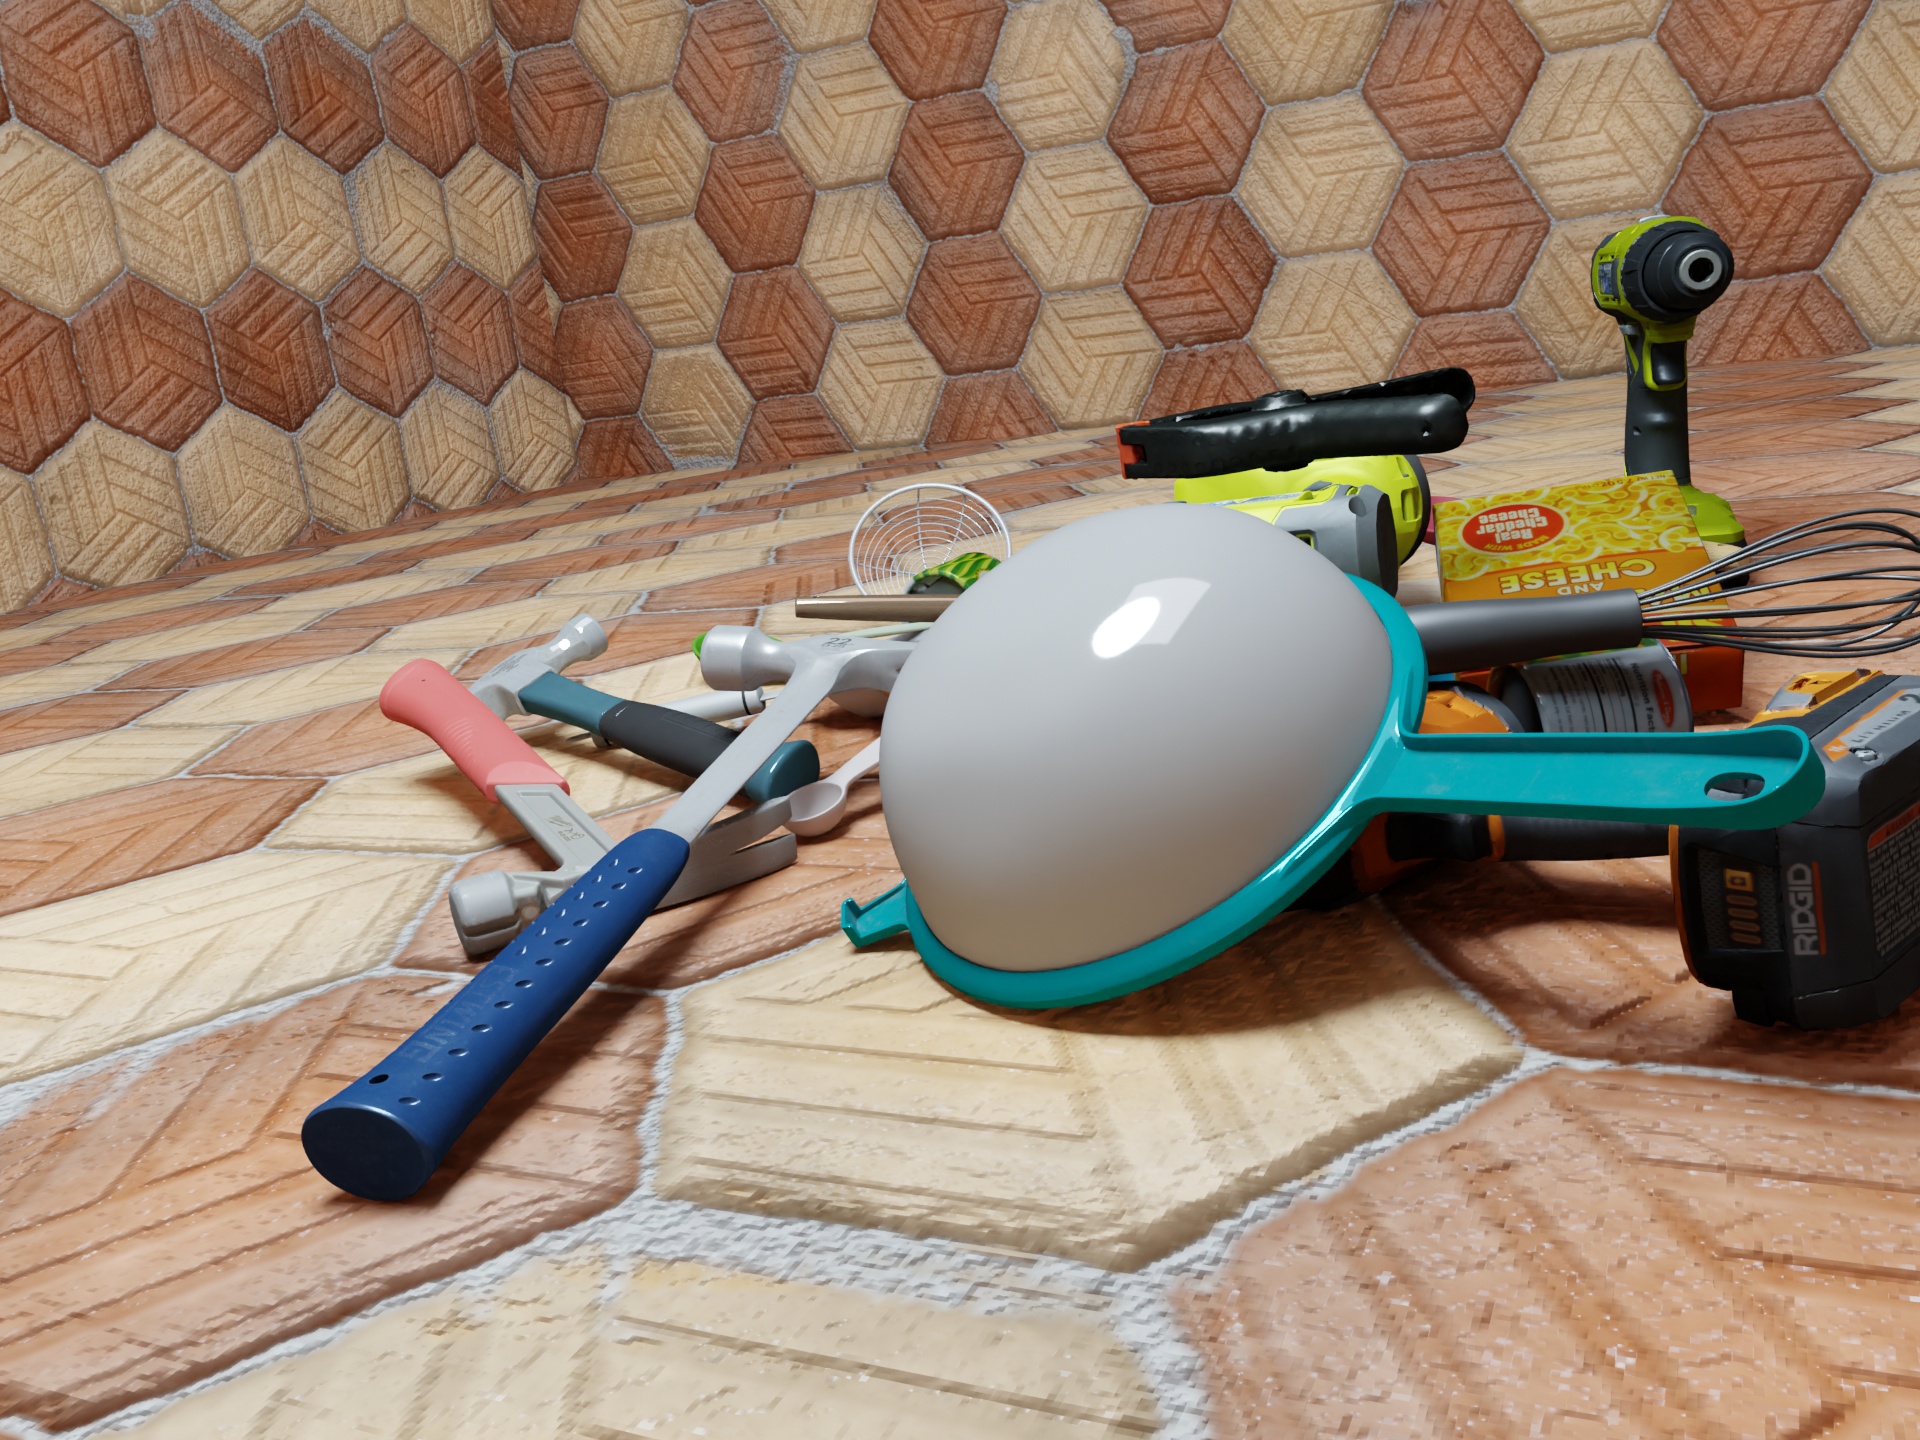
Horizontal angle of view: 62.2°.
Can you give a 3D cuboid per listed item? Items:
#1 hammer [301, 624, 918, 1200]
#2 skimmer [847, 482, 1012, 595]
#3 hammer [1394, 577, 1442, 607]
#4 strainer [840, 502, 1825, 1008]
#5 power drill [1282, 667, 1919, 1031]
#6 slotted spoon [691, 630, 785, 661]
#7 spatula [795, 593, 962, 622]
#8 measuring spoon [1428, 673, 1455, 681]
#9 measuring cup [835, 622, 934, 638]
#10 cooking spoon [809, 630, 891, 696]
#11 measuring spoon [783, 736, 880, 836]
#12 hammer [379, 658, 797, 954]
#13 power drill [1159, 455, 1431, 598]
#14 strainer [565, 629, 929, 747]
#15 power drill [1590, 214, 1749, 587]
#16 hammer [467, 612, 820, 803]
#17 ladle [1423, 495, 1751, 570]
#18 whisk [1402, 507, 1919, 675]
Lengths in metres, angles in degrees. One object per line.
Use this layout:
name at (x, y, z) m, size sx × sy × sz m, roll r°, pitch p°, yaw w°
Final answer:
hammer at (-0.109, 0.045, 0.630) m, size 0.144 × 0.035 × 0.406 m, roll 3°, pitch 24°, yaw 16°
skimmer at (0.050, -0.107, 1.139) m, size 0.127 × 0.090 × 0.363 m, roll -48°, pitch 32°, yaw -17°
hammer at (0.199, -0.063, 0.919) m, size 0.410 × 0.038 × 0.146 m, roll -6°, pitch 12°, yaw -14°
strainer at (0.084, -0.010, 0.505) m, size 0.340 × 0.095 × 0.211 m, roll 0°, pitch 45°, yaw 53°
power drill at (0.191, 0.035, 0.521) m, size 0.164 × 0.084 × 0.226 m, roll -19°, pitch 13°, yaw -36°
slotted spoon at (-0.069, -0.032, 1.037) m, size 0.070 × 0.031 × 0.314 m, roll -17°, pitch 18°, yaw -42°
spatula at (0.057, -0.069, 0.980) m, size 0.316 × 0.018 × 0.060 m, roll 0°, pitch 15°, yaw -6°
measuring spoon at (0.287, -0.009, 0.780) m, size 0.129 × 0.021 × 0.042 m, roll 17°, pitch 44°, yaw 40°
measuring cup at (-0.007, -0.046, 1.038) m, size 0.167 × 0.038 × 0.083 m, roll -4°, pitch 15°, yaw 24°
cooking spoon at (-0.001, -0.003, 0.820) m, size 0.069 × 0.017 × 0.319 m, roll -26°, pitch 29°, yaw -24°
measuring spoon at (-0.039, 0.023, 0.772) m, size 0.034 × 0.018 × 0.124 m, roll 8°, pitch 35°, yaw 44°
hammer at (-0.222, 0.023, 0.811) m, size 0.149 × 0.036 × 0.359 m, roll -16°, pitch 22°, yaw -27°
power drill at (0.143, -0.092, 0.799) m, size 0.171 × 0.080 × 0.223 m, roll -3°, pitch 13°, yaw 26°
strainer at (-0.117, -0.013, 0.963) m, size 0.258 × 0.050 × 0.087 m, roll -12°, pitch 16°, yaw 7°
power drill at (0.443, -0.198, 0.995) m, size 0.080 × 0.228 × 0.190 m, roll -5°, pitch 14°, yaw 13°
hammer at (-0.186, 0.001, 0.904) m, size 0.128 × 0.033 × 0.331 m, roll -38°, pitch 32°, yaw -28°
ladle at (0.358, -0.111, 0.955) m, size 0.069 × 0.031 × 0.315 m, roll -10°, pitch 13°, yaw -13°
whisk at (0.254, -0.042, 0.606) m, size 0.239 × 0.055 × 0.055 m, roll -7°, pitch 14°, yaw 8°
